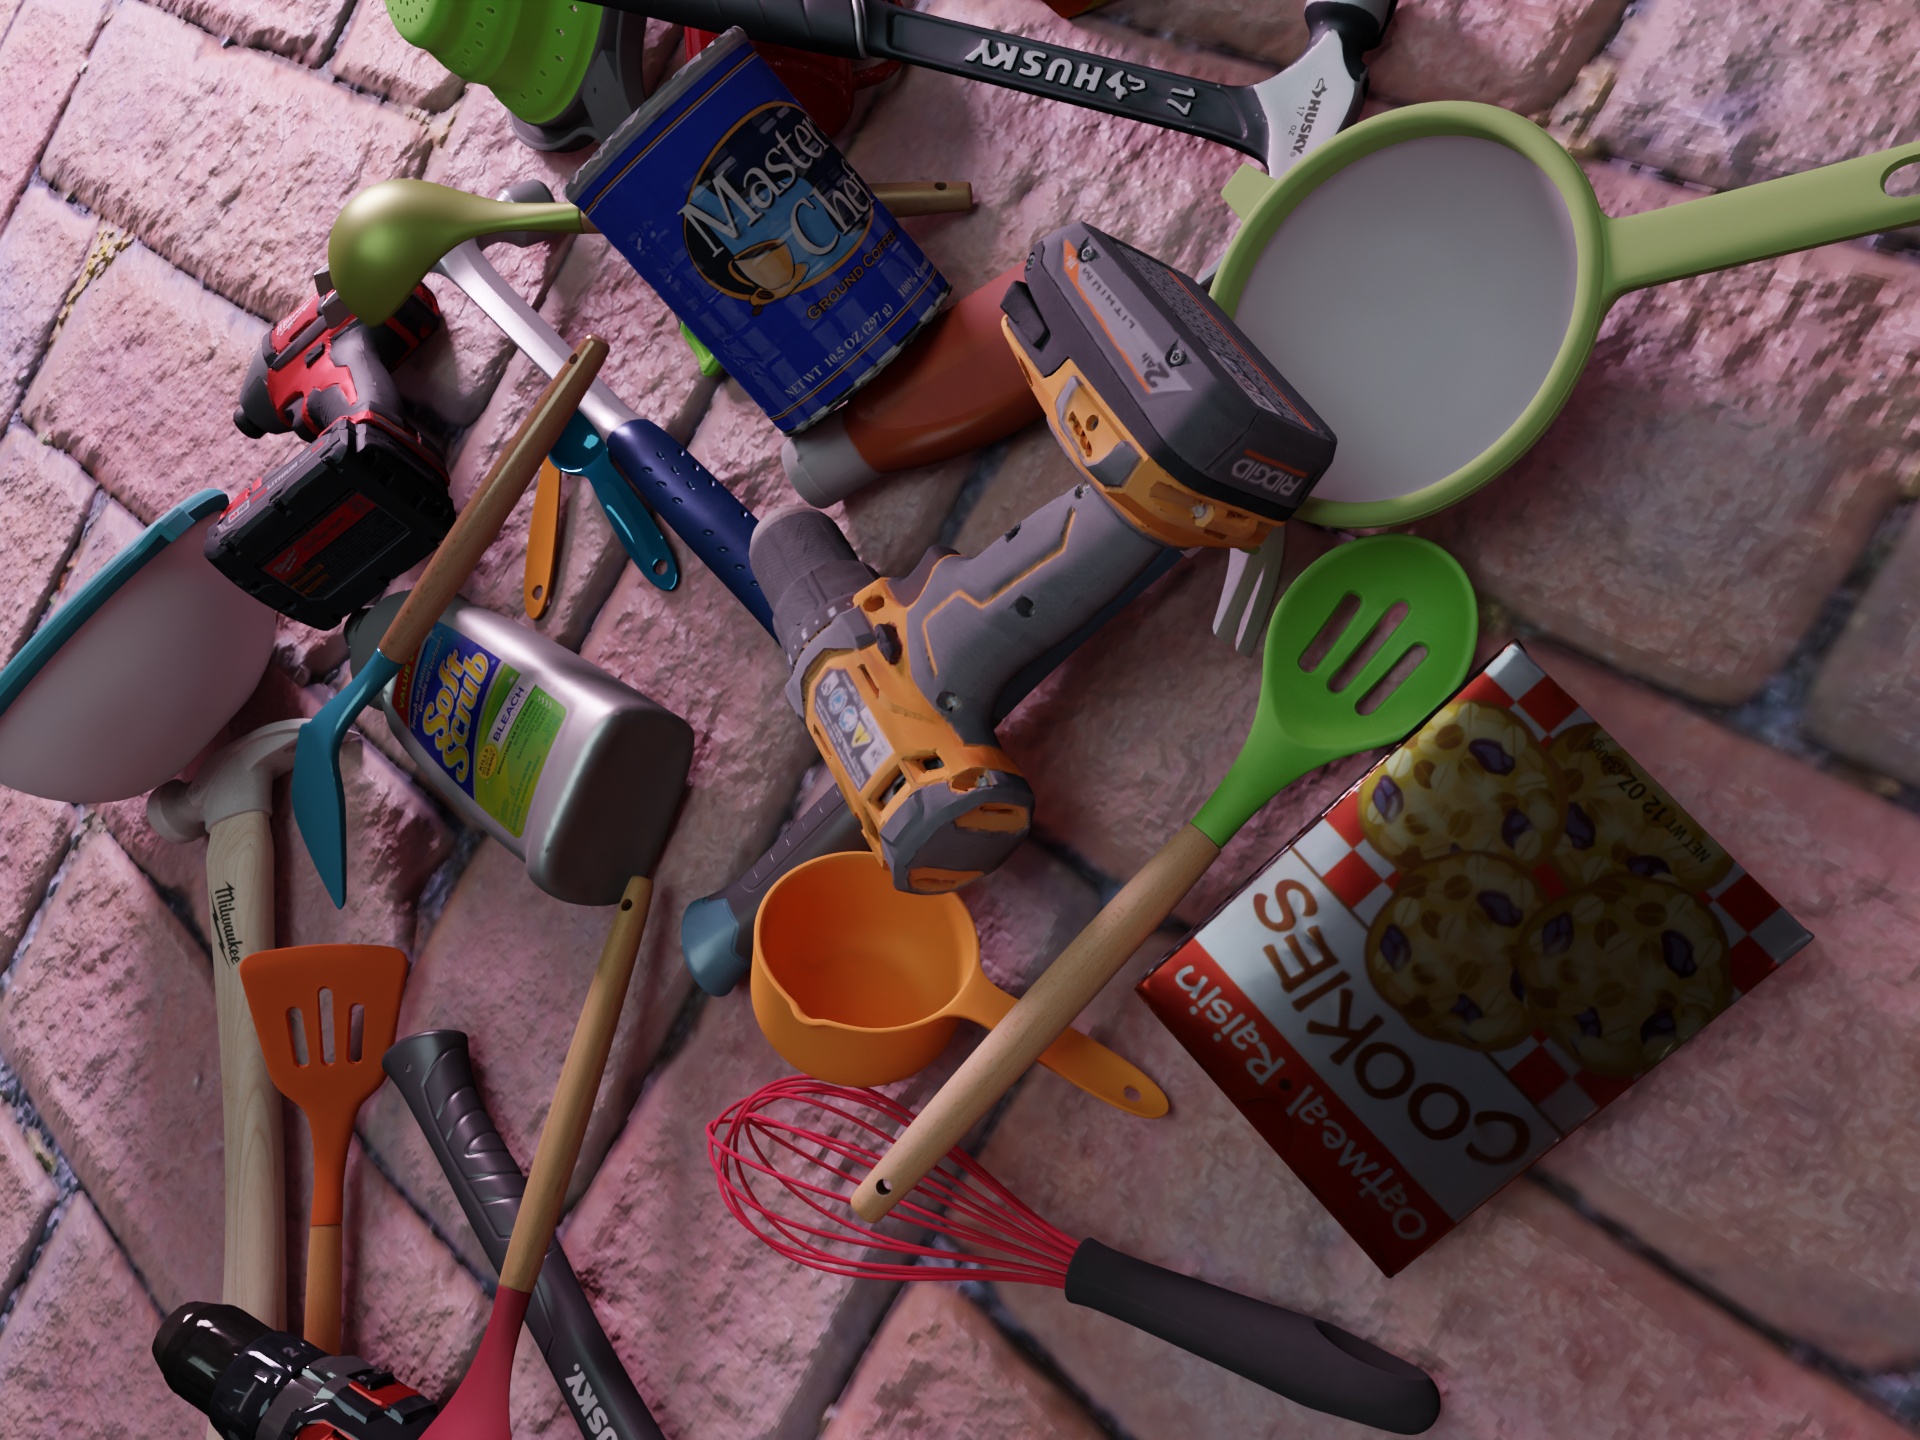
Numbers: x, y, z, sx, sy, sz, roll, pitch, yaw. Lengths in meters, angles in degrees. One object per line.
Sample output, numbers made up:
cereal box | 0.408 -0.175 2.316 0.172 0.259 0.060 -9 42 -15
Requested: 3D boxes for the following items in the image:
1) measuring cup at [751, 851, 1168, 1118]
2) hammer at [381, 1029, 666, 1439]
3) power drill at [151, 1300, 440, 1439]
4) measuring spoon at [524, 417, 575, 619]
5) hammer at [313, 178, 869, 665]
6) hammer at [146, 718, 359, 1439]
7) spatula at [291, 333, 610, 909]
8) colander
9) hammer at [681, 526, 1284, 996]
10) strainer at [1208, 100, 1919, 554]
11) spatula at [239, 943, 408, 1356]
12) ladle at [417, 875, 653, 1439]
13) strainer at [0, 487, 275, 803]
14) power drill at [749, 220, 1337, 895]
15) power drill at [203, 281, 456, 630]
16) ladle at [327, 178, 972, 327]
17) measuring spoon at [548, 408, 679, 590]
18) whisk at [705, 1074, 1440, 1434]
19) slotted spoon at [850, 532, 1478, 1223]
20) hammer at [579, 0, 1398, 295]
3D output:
measuring cup | -0.003 0.120 0.619 0.174 0.095 0.052 28 135 12
hammer | -0.181 0.266 0.704 0.146 0.035 0.335 -50 56 10
power drill | -0.319 0.392 0.712 0.188 0.080 0.227 22 86 20
measuring spoon | -0.219 -0.110 0.854 0.021 0.011 0.117 -1 79 33
hammer | -0.175 -0.145 0.788 0.144 0.035 0.406 -30 58 -26
hammer | -0.371 0.200 0.846 0.146 0.038 0.411 -23 65 24
spatula | -0.253 -0.051 0.770 0.317 0.044 0.082 -52 53 14
colander | -0.223 -0.348 0.838 0.204 0.094 0.397 -44 64 47
hammer | -0.001 -0.002 0.666 0.331 0.033 0.128 -43 57 15
strainer | 0.206 -0.141 0.538 0.256 0.069 0.151 -6 77 39
spatula | -0.315 0.274 0.781 0.081 0.041 0.323 -1 75 -12
ladle | -0.181 0.218 0.684 0.069 0.031 0.316 5 69 24
strainer | -0.502 0.024 0.904 0.340 0.095 0.211 -50 17 -4
power drill | 0.009 -0.072 0.600 0.226 0.084 0.186 -51 53 27
power drill | -0.357 -0.162 0.895 0.143 0.078 0.220 -34 46 14
ladle | -0.153 -0.235 0.770 0.320 0.062 0.078 -2 56 6
measuring spoon | -0.174 -0.114 0.824 0.042 0.021 0.129 -38 68 12
whisk | 0.026 0.193 0.578 0.296 0.073 0.073 12 83 29
slotted spoon | 0.069 0.059 0.572 0.070 0.031 0.314 42 89 14
hammer | -0.028 -0.297 0.701 0.409 0.036 0.149 21 90 18
